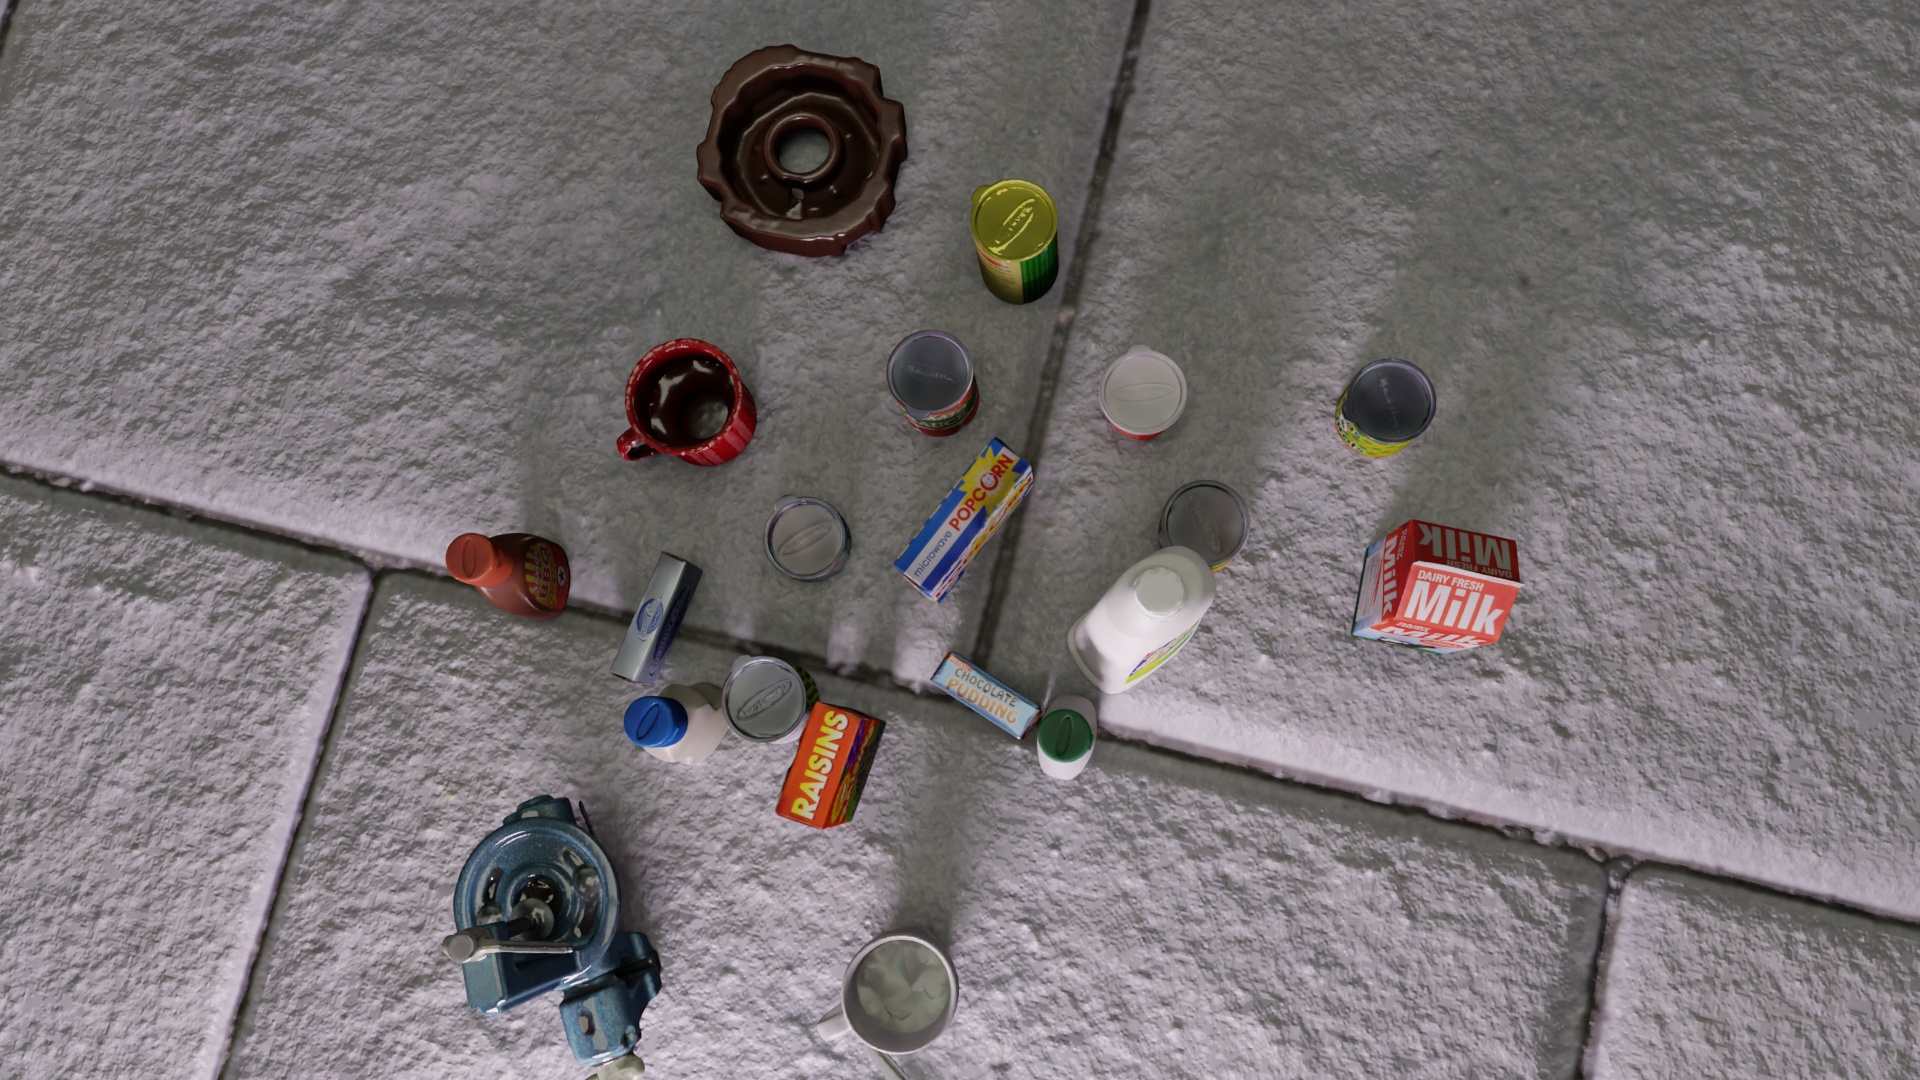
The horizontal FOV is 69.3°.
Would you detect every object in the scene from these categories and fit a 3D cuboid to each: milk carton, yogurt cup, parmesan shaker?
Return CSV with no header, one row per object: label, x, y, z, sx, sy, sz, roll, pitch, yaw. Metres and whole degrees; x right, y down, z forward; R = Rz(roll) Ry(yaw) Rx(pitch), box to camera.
milk carton,0.336,0.034,0.985,0.072,0.190,0.073,12,83,7
yogurt cup,0.143,-0.111,1.093,0.072,0.054,0.072,-1,81,5
parmesan shaker,0.043,-0.236,1.097,0.071,0.103,0.071,-1,81,5

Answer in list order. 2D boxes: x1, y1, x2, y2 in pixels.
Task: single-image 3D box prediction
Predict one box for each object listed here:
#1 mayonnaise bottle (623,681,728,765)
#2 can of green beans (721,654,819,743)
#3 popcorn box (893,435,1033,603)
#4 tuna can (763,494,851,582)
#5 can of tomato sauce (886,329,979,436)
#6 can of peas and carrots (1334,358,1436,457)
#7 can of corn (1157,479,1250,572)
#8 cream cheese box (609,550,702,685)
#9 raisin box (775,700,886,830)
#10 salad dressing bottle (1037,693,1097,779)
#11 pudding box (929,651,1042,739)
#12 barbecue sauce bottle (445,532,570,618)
mayonnaise bottle,-0.210,0.135,1.035,0.041,0.148,0.065,28,85,8
can of green beans,-0.146,0.124,1.077,0.071,0.057,0.071,-1,81,5
popcorn box,0.004,-0.013,1.073,0.038,0.085,0.127,38,86,9
tuna can,-0.123,-0.002,1.109,0.071,0.033,0.071,-1,81,5
can of tomato sauce,-0.020,-0.120,1.094,0.071,0.083,0.071,-1,81,5
can of peas and carrots,0.325,-0.100,1.074,0.071,0.058,0.071,-1,81,5
can of corn,0.184,-0.008,1.071,0.071,0.058,0.071,-1,81,5
cream cheese box,-0.239,0.062,1.097,0.024,0.053,0.104,21,83,8
raisin box,-0.095,0.166,1.033,0.040,0.123,0.086,19,83,7
salad dressing bottle,0.077,0.142,1.010,0.044,0.147,0.064,14,83,7
pudding box,0.021,0.119,1.069,0.084,0.049,0.030,32,85,9
barbecue sauce bottle,-0.346,0.023,1.064,0.044,0.148,0.065,-4,81,4
